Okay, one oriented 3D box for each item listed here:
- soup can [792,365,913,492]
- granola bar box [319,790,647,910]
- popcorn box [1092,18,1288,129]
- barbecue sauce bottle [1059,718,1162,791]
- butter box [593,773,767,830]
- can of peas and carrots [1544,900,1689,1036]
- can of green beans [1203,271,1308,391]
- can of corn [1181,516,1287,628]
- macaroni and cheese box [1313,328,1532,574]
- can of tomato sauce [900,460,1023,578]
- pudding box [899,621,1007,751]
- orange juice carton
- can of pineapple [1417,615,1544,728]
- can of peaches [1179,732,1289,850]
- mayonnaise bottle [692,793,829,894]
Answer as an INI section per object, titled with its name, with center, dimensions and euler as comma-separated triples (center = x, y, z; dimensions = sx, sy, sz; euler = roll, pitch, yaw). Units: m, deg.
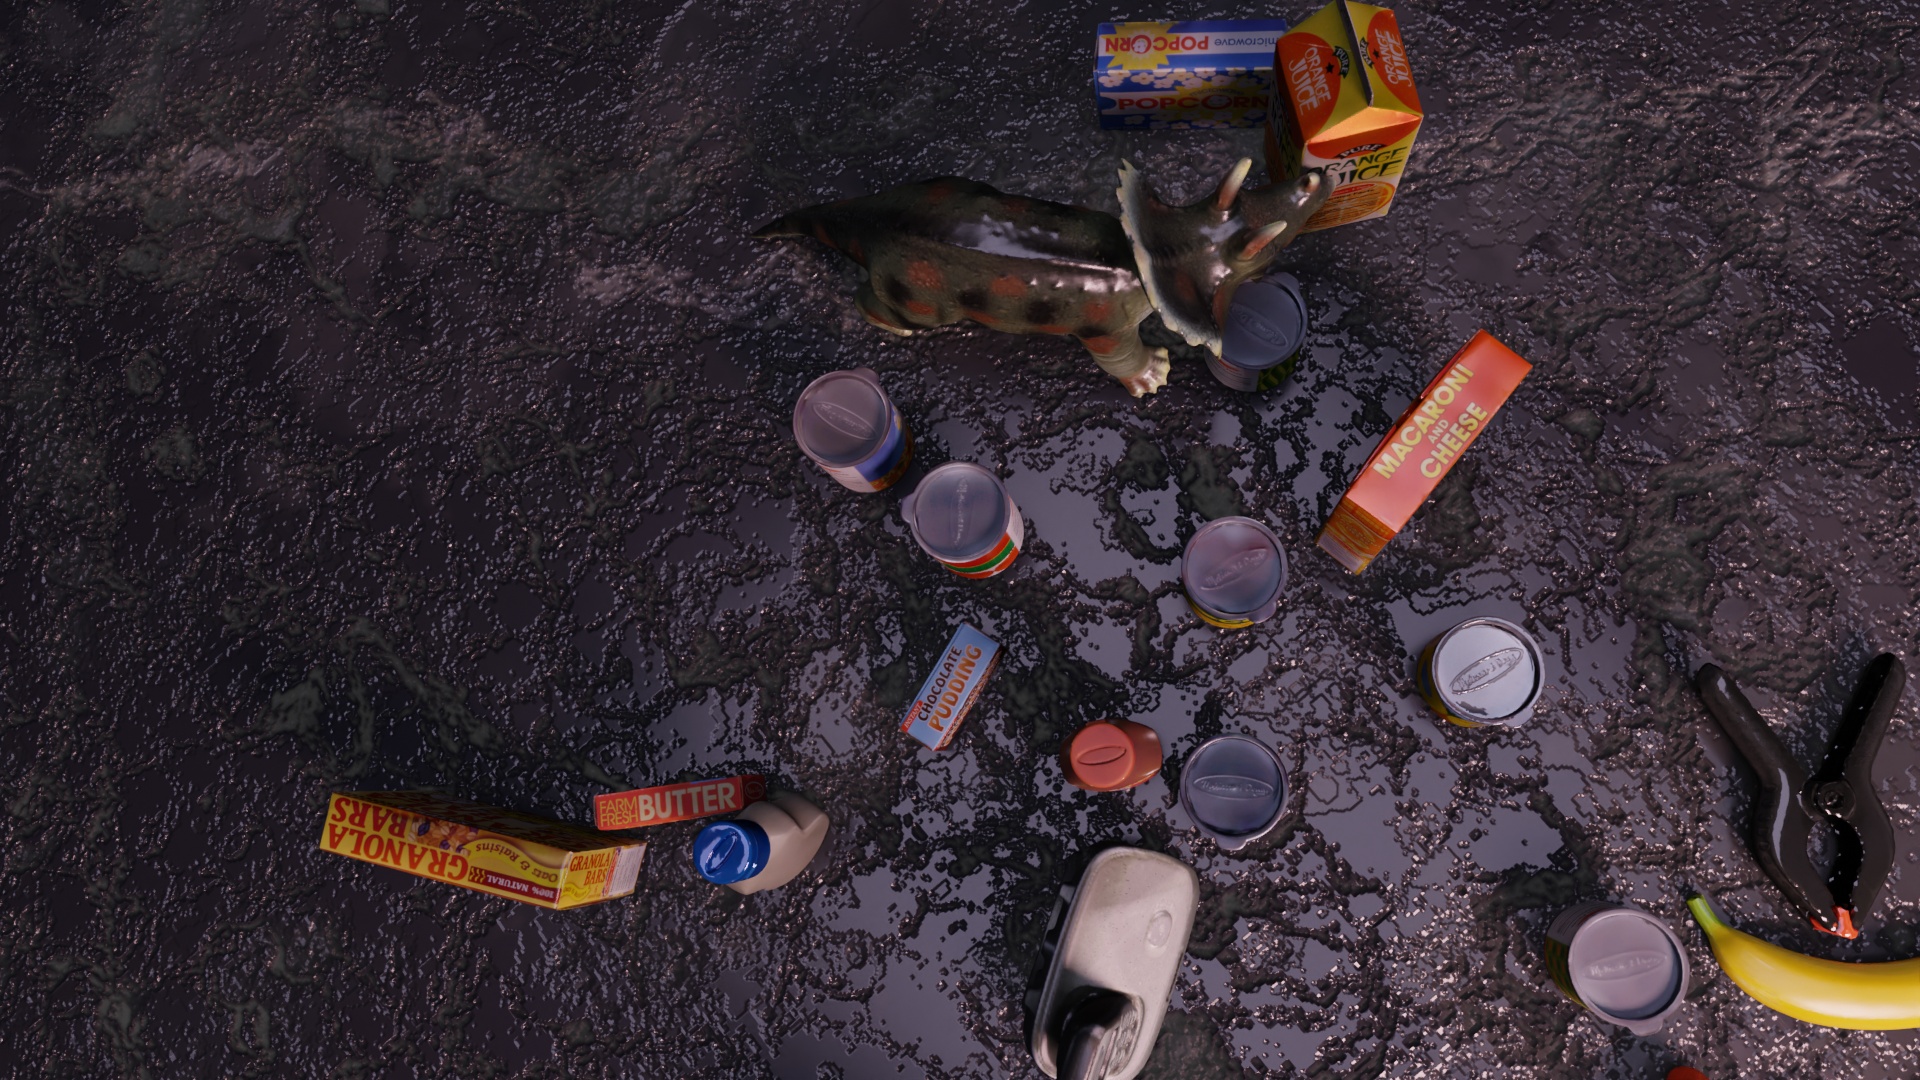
[soup can]
center = -0.069, -0.075, 0.943
dimensions = 0.071, 0.083, 0.071
euler = -2, 80, 9
[granola bar box]
center = -0.308, 0.200, 0.909
dimensions = 0.165, 0.124, 0.039
euler = 11, 82, 11
[popcorn box]
center = 0.157, -0.317, 0.952
dimensions = 0.127, 0.085, 0.038
euler = 2, 81, 9
[barbecue sauce bottle]
center = 0.090, 0.131, 0.848
dimensions = 0.065, 0.148, 0.044
euler = -11, 79, 7
[butter box]
center = -0.187, 0.175, 0.932
dimensions = 0.103, 0.053, 0.024
euler = -9, 79, 7
[can of peas and carrots]
center = 0.389, 0.252, 0.825
dimensions = 0.071, 0.058, 0.071
euler = -2, 80, 9
[can of green beans]
center = 0.196, -0.138, 0.927
dimensions = 0.071, 0.057, 0.071
euler = -2, 80, 9
[can of corn]
center = 0.178, 0.024, 0.900
dimensions = 0.071, 0.058, 0.071
euler = -2, 80, 9
[macaroni and cheese box]
center = 0.274, -0.048, 0.843
dimensions = 0.040, 0.166, 0.124
euler = 39, 88, 13
[can of tomato sauce]
center = 0.003, -0.012, 0.921
dimensions = 0.071, 0.083, 0.071
euler = -2, 80, 9
[pudding box]
center = -0.004, 0.097, 0.919
dimensions = 0.030, 0.049, 0.084
euler = 31, 86, 13
[orange juice carton]
center = 0.238, -0.265, 0.874
dimensions = 0.073, 0.192, 0.072
euler = -12, 79, 7
[can of pineapple]
center = 0.323, 0.085, 0.866
dimensions = 0.071, 0.058, 0.071
euler = -2, 80, 9
[can of peaches]
center = 0.171, 0.158, 0.877
dimensions = 0.071, 0.058, 0.071
euler = -2, 80, 9
[mayonnaise bottle]
center = -0.126, 0.191, 0.870
dimensions = 0.041, 0.148, 0.065
euler = 35, 87, 13
